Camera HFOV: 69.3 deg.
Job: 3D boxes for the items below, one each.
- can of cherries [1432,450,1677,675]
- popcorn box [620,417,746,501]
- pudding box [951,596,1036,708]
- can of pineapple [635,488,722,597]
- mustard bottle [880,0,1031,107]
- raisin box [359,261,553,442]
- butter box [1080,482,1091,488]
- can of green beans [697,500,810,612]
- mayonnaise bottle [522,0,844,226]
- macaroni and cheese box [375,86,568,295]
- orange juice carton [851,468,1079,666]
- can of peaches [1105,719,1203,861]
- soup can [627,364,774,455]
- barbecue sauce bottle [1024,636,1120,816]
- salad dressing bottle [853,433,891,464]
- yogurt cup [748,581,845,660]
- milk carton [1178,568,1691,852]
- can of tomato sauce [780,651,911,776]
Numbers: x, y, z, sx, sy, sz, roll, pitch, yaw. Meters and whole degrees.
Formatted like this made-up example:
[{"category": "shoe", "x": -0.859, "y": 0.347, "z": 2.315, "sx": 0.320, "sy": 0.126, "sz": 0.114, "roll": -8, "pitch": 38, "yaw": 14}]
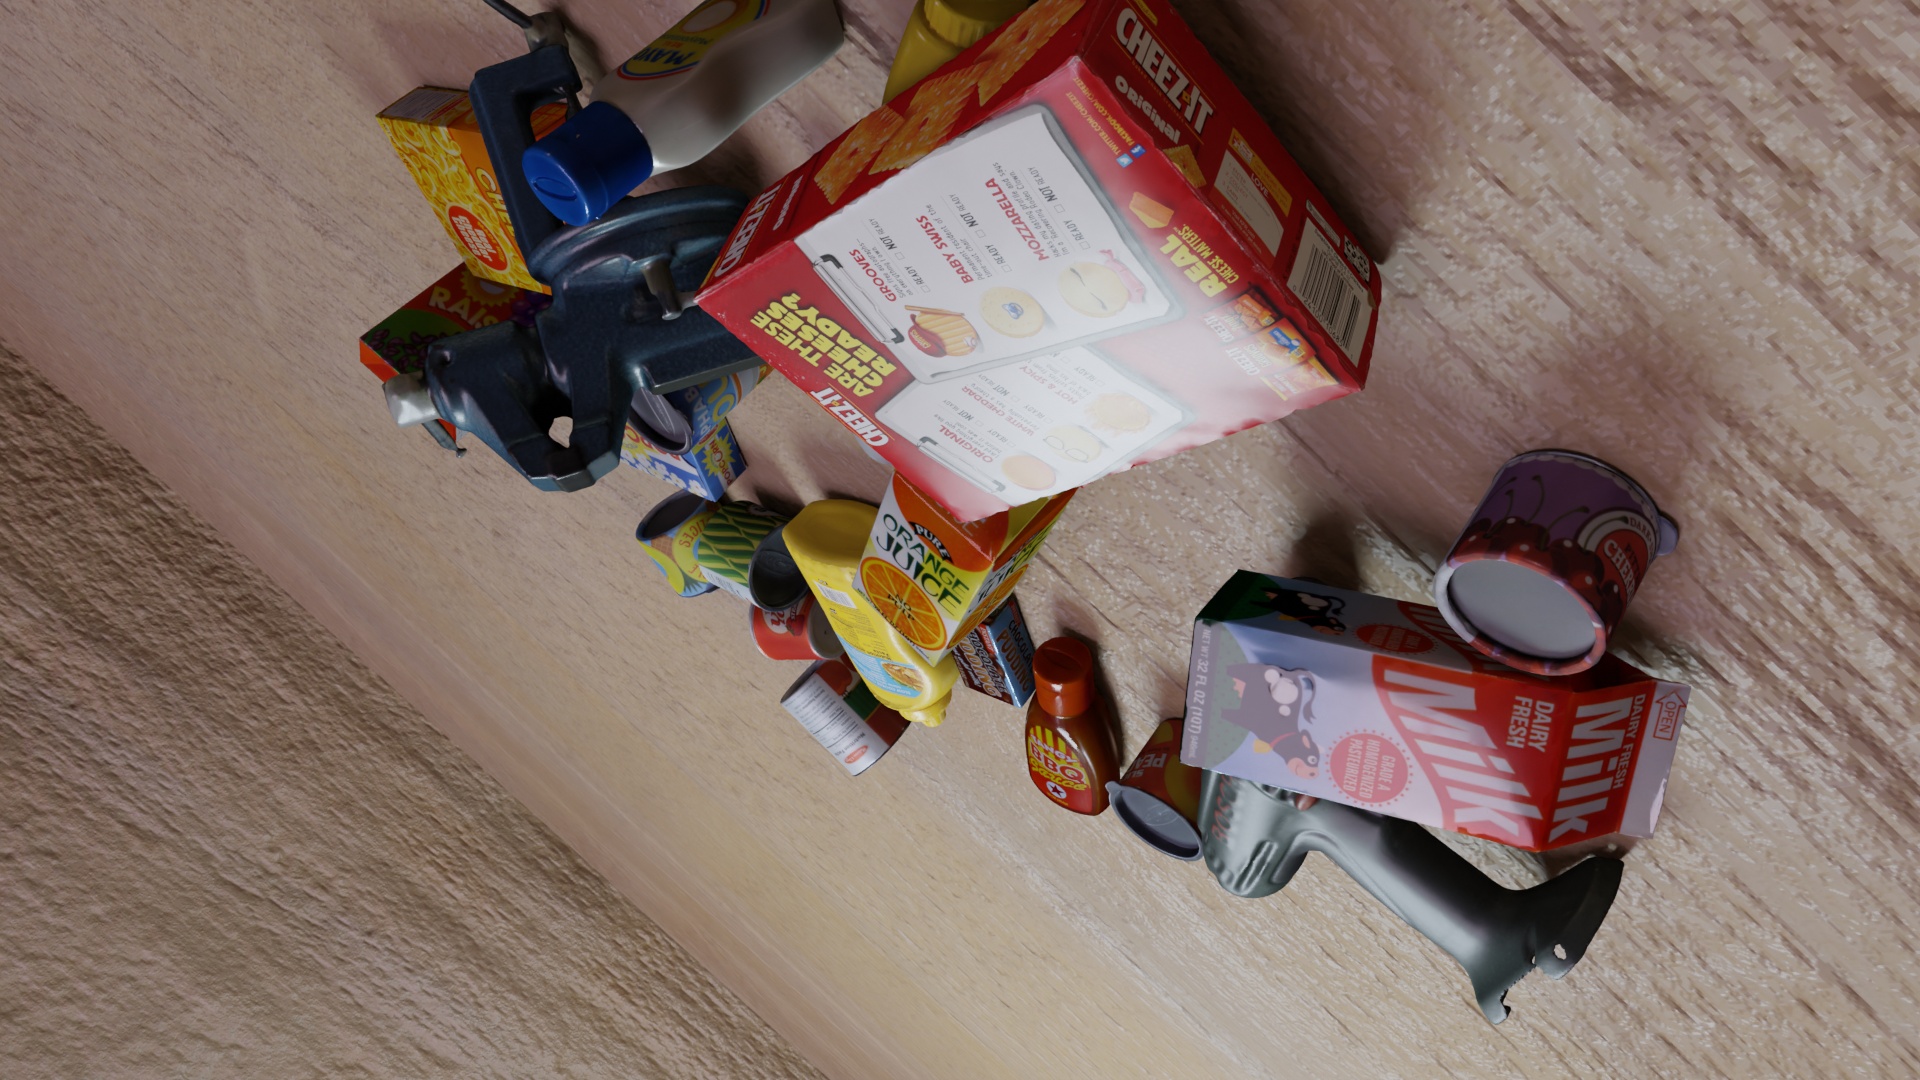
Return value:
[{"category": "can of cherries", "x": 0.225, "y": 0.009, "z": 0.528, "sx": 0.071, "sy": 0.058, "sz": 0.071, "roll": 31, "pitch": 150, "yaw": 20}, {"category": "popcorn box", "x": -0.216, "y": -0.086, "z": 0.968, "sx": 0.127, "sy": 0.038, "sz": 0.084, "roll": 22, "pitch": 145, "yaw": 33}, {"category": "pudding box", "x": 0.019, "y": 0.066, "z": 0.897, "sx": 0.050, "sy": 0.030, "sz": 0.083, "roll": 18, "pitch": 144, "yaw": 35}, {"category": "can of pineapple", "x": -0.199, "y": 0.000, "z": 1.037, "sx": 0.071, "sy": 0.071, "sz": 0.057, "roll": 5, "pitch": 135, "yaw": 48}, {"category": "mustard bottle", "x": 0.002, "y": -0.178, "z": 0.552, "sx": 0.065, "sy": 0.049, "sz": 0.159, "roll": 28, "pitch": 150, "yaw": 7}, {"category": "raisin box", "x": -0.329, "y": -0.137, "z": 0.945, "sx": 0.086, "sy": 0.124, "sz": 0.040, "roll": 42, "pitch": 151, "yaw": 0}, {"category": "butter box", "x": 0.068, "y": -0.066, "z": 0.656, "sx": 0.053, "sy": 0.024, "sz": 0.103, "roll": 43, "pitch": 152, "yaw": -2}, {"category": "can of green beans", "x": -0.142, "y": 0.010, "z": 0.978, "sx": 0.058, "sy": 0.071, "sz": 0.071, "roll": 22, "pitch": 146, "yaw": 37}, {"category": "mayonnaise bottle", "x": -0.117, "y": -0.187, "z": 0.581, "sx": 0.065, "sy": 0.149, "sz": 0.041, "roll": 20, "pitch": 145, "yaw": 34}, {"category": "macaroni and cheese box", "x": -0.272, "y": -0.210, "z": 0.858, "sx": 0.166, "sy": 0.040, "sz": 0.123, "roll": 19, "pitch": 145, "yaw": 36}, {"category": "orange juice carton", "x": 0.003, "y": -0.010, "z": 0.760, "sx": 0.072, "sy": 0.073, "sz": 0.191, "roll": 44, "pitch": 152, "yaw": 9}, {"category": "can of peaches", "x": 0.132, "y": 0.150, "z": 0.844, "sx": 0.071, "sy": 0.058, "sz": 0.071, "roll": 31, "pitch": 151, "yaw": 20}, {"category": "soup can", "x": -0.155, "y": -0.101, "z": 0.821, "sx": 0.071, "sy": 0.084, "sz": 0.071, "roll": 30, "pitch": 150, "yaw": 20}, {"category": "barbecue sauce bottle", "x": 0.070, "y": 0.119, "z": 0.893, "sx": 0.065, "sy": 0.044, "sz": 0.147, "roll": 27, "pitch": 148, "yaw": 27}, {"category": "salad dressing bottle", "x": -0.048, "y": -0.107, "z": 0.723, "sx": 0.064, "sy": 0.044, "sz": 0.147, "roll": 21, "pitch": 145, "yaw": 36}, {"category": "yogurt cup", "x": -0.112, "y": 0.057, "z": 1.014, "sx": 0.054, "sy": 0.073, "sz": 0.072, "roll": 5, "pitch": 136, "yaw": 37}, {"category": "milk carton", "x": 0.197, "y": 0.072, "z": 0.589, "sx": 0.190, "sy": 0.074, "sz": 0.072, "roll": 12, "pitch": 110, "yaw": 22}, {"category": "can of tomato sauce", "x": -0.089, "y": 0.131, "z": 1.089, "sx": 0.083, "sy": 0.071, "sz": 0.071, "roll": 45, "pitch": 152, "yaw": -6}]
